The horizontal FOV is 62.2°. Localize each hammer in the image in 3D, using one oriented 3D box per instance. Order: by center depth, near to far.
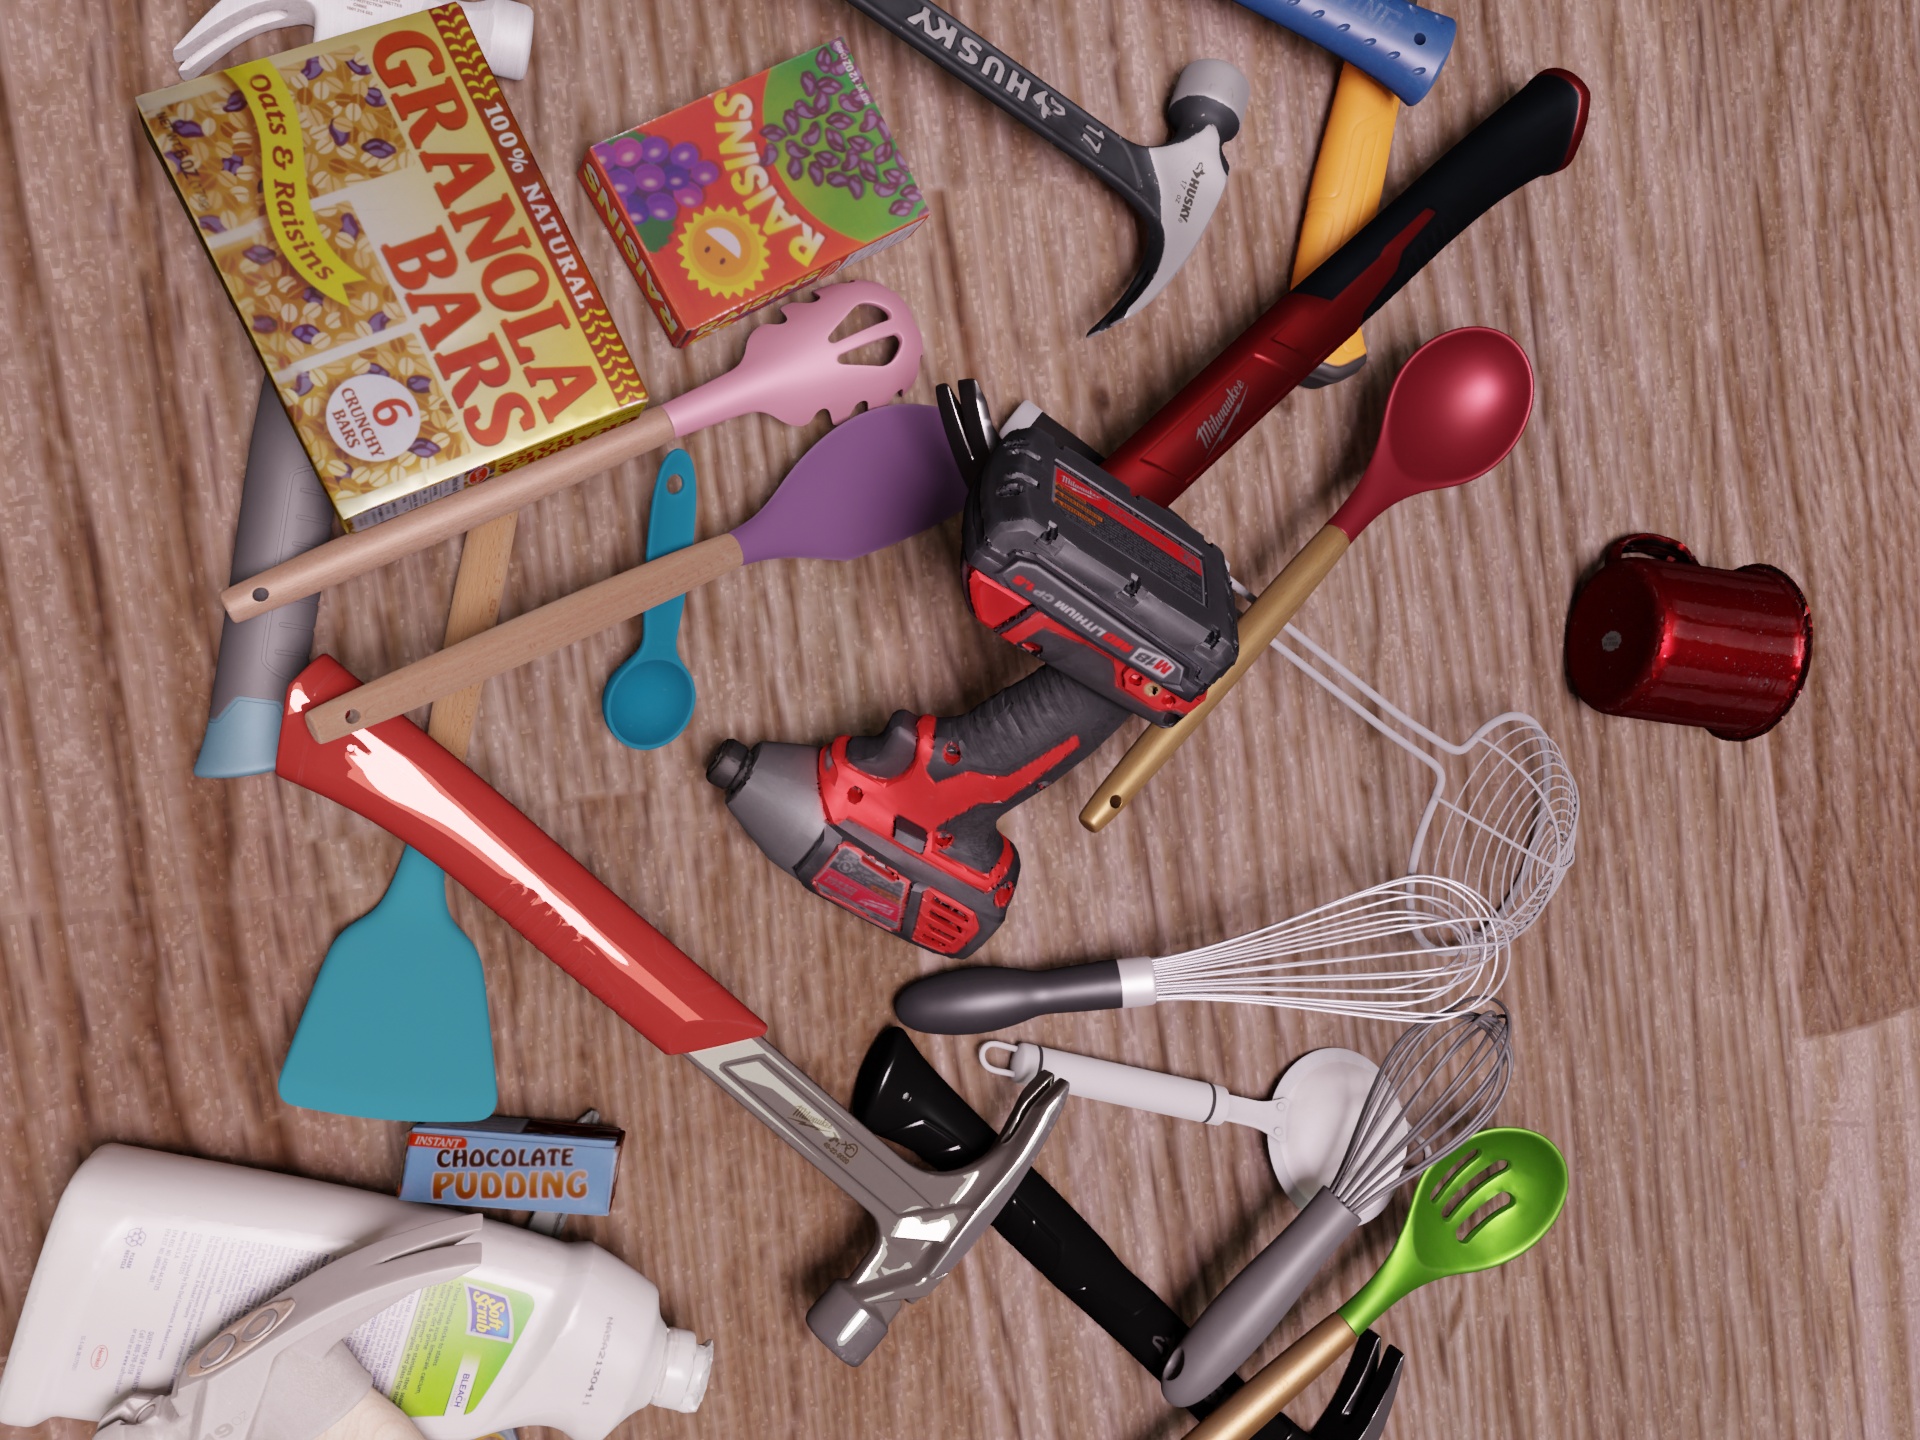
[{"bbox_3d":[-0.146,0.372,0.633,0.146,0.038,0.410,-31,113,-4],"label":"hammer"},{"bbox_3d":[-0.258,-0.139,0.634,0.128,0.033,0.331,8,88,-19],"label":"hammer"},{"bbox_3d":[-0.119,0.099,0.644,0.359,0.037,0.149,44,76,-15],"label":"hammer"},{"bbox_3d":[-0.054,-0.308,0.657,0.408,0.036,0.149,25,73,-25],"label":"hammer"},{"bbox_3d":[0.040,-0.387,0.706,0.405,0.035,0.144,22,84,-11],"label":"hammer"},{"bbox_3d":[0.156,-0.197,0.720,0.386,0.038,0.143,-43,115,-19],"label":"hammer"},{"bbox_3d":[0.074,0.265,0.750,0.146,0.035,0.334,-46,103,-12],"label":"hammer"},{"bbox_3d":[0.199,-0.330,0.780,0.127,0.034,0.337,14,87,-19],"label":"hammer"}]

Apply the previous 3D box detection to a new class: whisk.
[{"bbox_3d":[0.112,0.116,0.725,0.284,0.070,0.070,-7,93,-1],"label":"whisk"},{"bbox_3d":[0.173,0.221,0.733,0.055,0.055,0.239,42,89,-15],"label":"whisk"}]

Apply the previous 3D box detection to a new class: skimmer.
[{"bbox_3d":[0.158,-0.023,0.775,0.363,0.090,0.127,38,75,-5],"label":"skimmer"}]

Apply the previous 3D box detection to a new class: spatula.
[{"bbox_3d":[-0.204,-0.001,0.648,0.082,0.044,0.317,11,86,-21],"label":"spatula"},{"bbox_3d":[-0.115,-0.063,0.651,0.316,0.018,0.059,-29,112,-31],"label":"spatula"}]

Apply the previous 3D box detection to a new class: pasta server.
[{"bbox_3d":[-0.147,-0.111,0.657,0.316,0.040,0.060,-28,99,-19],"label":"pasta server"}]

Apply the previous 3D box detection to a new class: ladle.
[{"bbox_3d":[0.157,-0.065,0.722,0.069,0.031,0.315,47,73,-13],"label":"ladle"}]

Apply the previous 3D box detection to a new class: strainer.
[{"bbox_3d":[0.129,0.188,0.765,0.258,0.050,0.087,15,71,-15],"label":"strainer"}]

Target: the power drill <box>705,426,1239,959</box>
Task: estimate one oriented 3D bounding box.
[{"bbox_3d":[-0.001,-0.002,0.649,0.143,0.079,0.219,30,123,-15],"label":"power drill"}]

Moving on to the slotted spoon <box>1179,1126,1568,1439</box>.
[{"bbox_3d":[0.160,0.298,0.746,0.314,0.031,0.070,-37,101,-11],"label":"slotted spoon"}]

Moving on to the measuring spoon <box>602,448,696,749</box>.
[{"bbox_3d":[-0.130,-0.052,0.671,0.042,0.021,0.128,-2,106,-40],"label":"measuring spoon"}]
